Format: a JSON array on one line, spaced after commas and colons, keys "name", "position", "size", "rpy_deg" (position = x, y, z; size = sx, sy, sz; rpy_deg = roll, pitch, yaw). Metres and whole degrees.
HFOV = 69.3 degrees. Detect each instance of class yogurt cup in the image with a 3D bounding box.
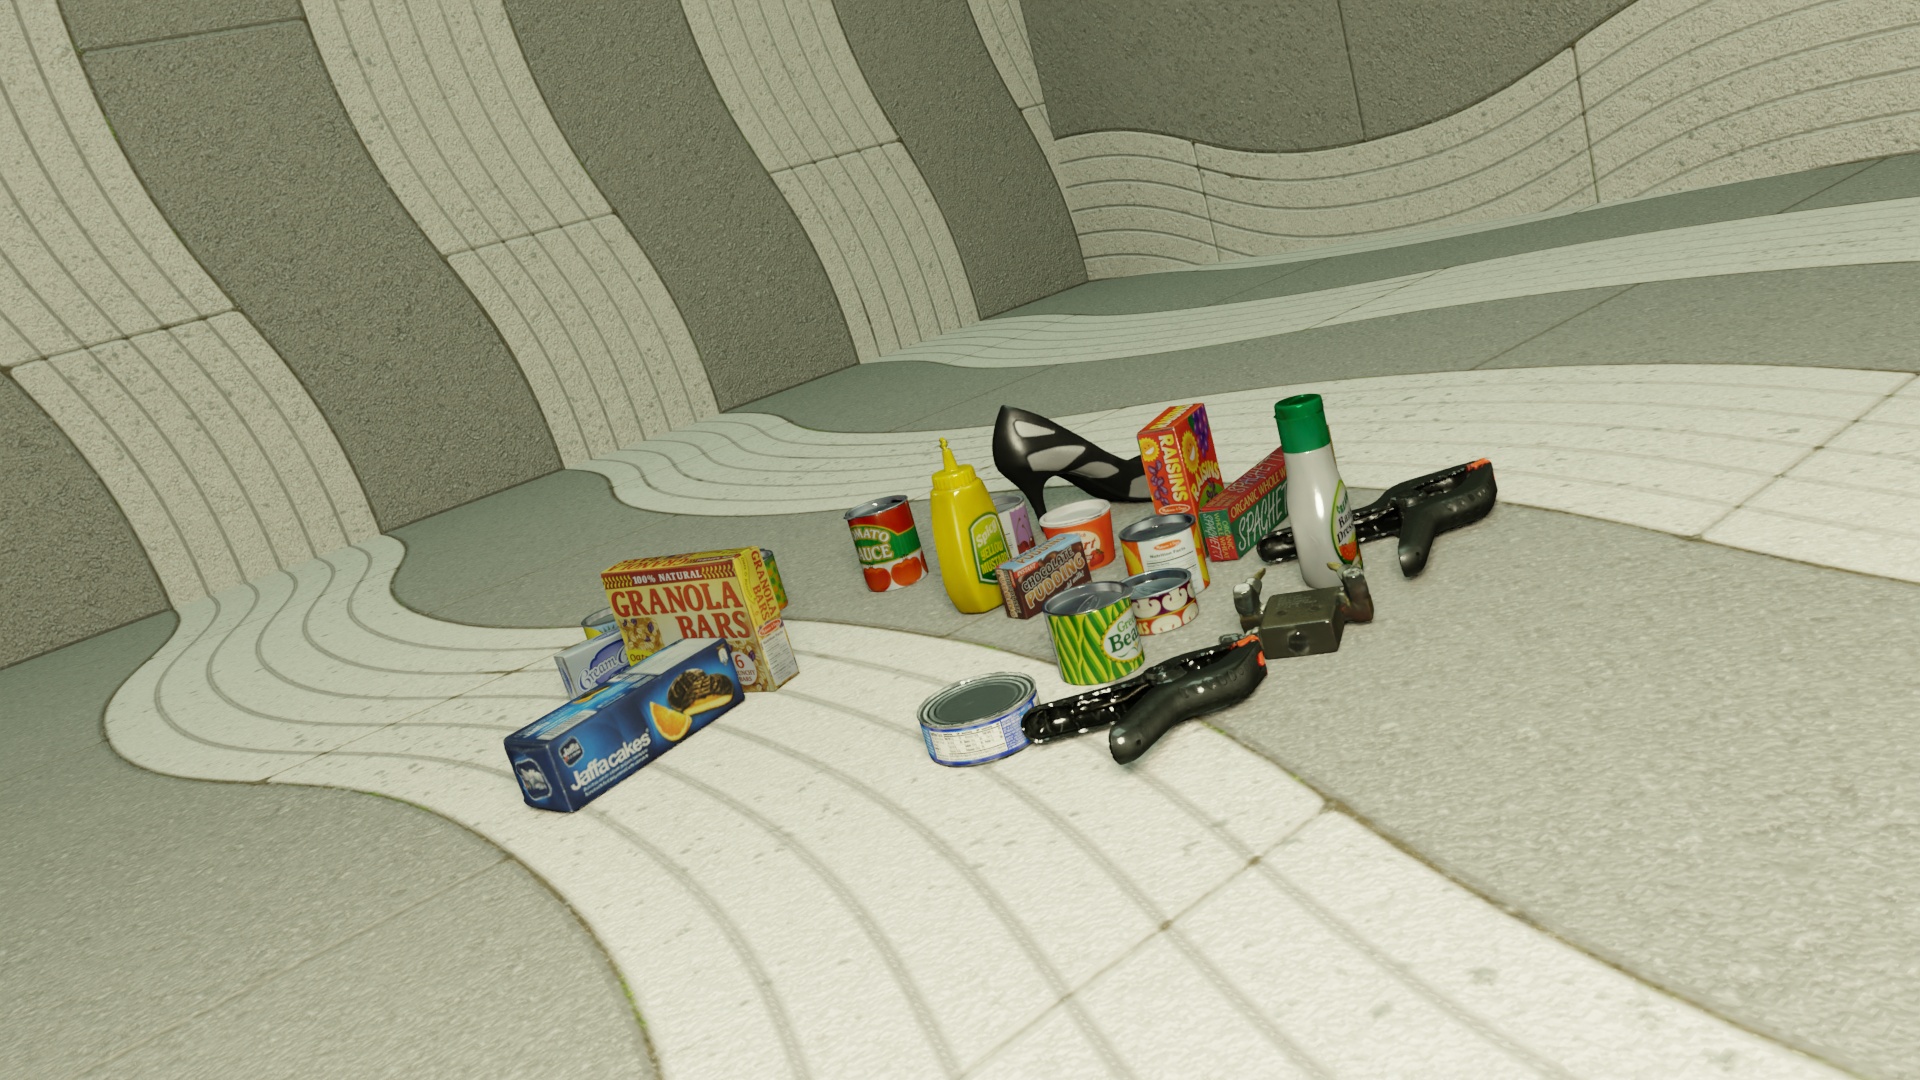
[{"name": "yogurt cup", "position": [0.113, -0.003, 1.299], "size": [0.072, 0.053, 0.072], "rpy_deg": [-15, 14, 4]}]

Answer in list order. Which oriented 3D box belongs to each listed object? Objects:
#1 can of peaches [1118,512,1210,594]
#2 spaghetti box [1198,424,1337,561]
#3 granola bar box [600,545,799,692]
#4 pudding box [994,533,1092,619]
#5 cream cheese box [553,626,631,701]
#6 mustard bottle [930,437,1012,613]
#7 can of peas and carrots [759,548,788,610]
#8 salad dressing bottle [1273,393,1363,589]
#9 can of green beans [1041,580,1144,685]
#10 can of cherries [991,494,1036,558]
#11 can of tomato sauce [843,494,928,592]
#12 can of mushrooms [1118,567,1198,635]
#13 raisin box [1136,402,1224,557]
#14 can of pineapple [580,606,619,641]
[{"name": "can of peaches", "position": [0.171, 0.014, 1.163], "size": [0.071, 0.058, 0.071], "rpy_deg": [-15, 14, 4]}, {"name": "spaghetti box", "position": [0.290, -0.048, 1.287], "size": [0.028, 0.050, 0.251], "rpy_deg": [-5, 18, 38]}, {"name": "granola bar box", "position": [-0.234, 0.074, 1.235], "size": [0.165, 0.124, 0.039], "rpy_deg": [-6, 17, 33]}, {"name": "pudding box", "position": [0.073, 0.031, 1.221], "size": [0.084, 0.049, 0.030], "rpy_deg": [-25, 17, -34]}, {"name": "cream cheese box", "position": [-0.331, 0.114, 1.329], "size": [0.104, 0.053, 0.024], "rpy_deg": [-26, 17, -35]}, {"name": "mustard bottle", "position": [0.004, -0.016, 1.247], "size": [0.049, 0.159, 0.065], "rpy_deg": [-3, 19, 44]}, {"name": "can of peas and carrots", "position": [-0.219, 0.047, 1.453], "size": [0.071, 0.058, 0.071], "rpy_deg": [-15, 14, 4]}, {"name": "salad dressing bottle", "position": [0.274, -0.038, 1.068], "size": [0.044, 0.147, 0.064], "rpy_deg": [-6, 17, 35]}, {"name": "can of green beans", "position": [0.099, 0.069, 1.032], "size": [0.071, 0.057, 0.071], "rpy_deg": [-15, 14, 4]}, {"name": "can of cherries", "position": [0.040, -0.009, 1.390], "size": [0.071, 0.058, 0.072], "rpy_deg": [-15, 14, 4]}, {"name": "can of tomato sauce", "position": [-0.076, 0.004, 1.417], "size": [0.071, 0.083, 0.071], "rpy_deg": [-15, 14, 4]}, {"name": "can of mushrooms", "position": [0.152, 0.049, 1.100], "size": [0.071, 0.033, 0.071], "rpy_deg": [-15, 14, 4]}, {"name": "raisin box", "position": [0.203, -0.054, 1.254], "size": [0.040, 0.123, 0.086], "rpy_deg": [-7, 16, 32]}, {"name": "can of pineapple", "position": [-0.337, 0.098, 1.388], "size": [0.071, 0.057, 0.071], "rpy_deg": [-15, 14, 4]}]
